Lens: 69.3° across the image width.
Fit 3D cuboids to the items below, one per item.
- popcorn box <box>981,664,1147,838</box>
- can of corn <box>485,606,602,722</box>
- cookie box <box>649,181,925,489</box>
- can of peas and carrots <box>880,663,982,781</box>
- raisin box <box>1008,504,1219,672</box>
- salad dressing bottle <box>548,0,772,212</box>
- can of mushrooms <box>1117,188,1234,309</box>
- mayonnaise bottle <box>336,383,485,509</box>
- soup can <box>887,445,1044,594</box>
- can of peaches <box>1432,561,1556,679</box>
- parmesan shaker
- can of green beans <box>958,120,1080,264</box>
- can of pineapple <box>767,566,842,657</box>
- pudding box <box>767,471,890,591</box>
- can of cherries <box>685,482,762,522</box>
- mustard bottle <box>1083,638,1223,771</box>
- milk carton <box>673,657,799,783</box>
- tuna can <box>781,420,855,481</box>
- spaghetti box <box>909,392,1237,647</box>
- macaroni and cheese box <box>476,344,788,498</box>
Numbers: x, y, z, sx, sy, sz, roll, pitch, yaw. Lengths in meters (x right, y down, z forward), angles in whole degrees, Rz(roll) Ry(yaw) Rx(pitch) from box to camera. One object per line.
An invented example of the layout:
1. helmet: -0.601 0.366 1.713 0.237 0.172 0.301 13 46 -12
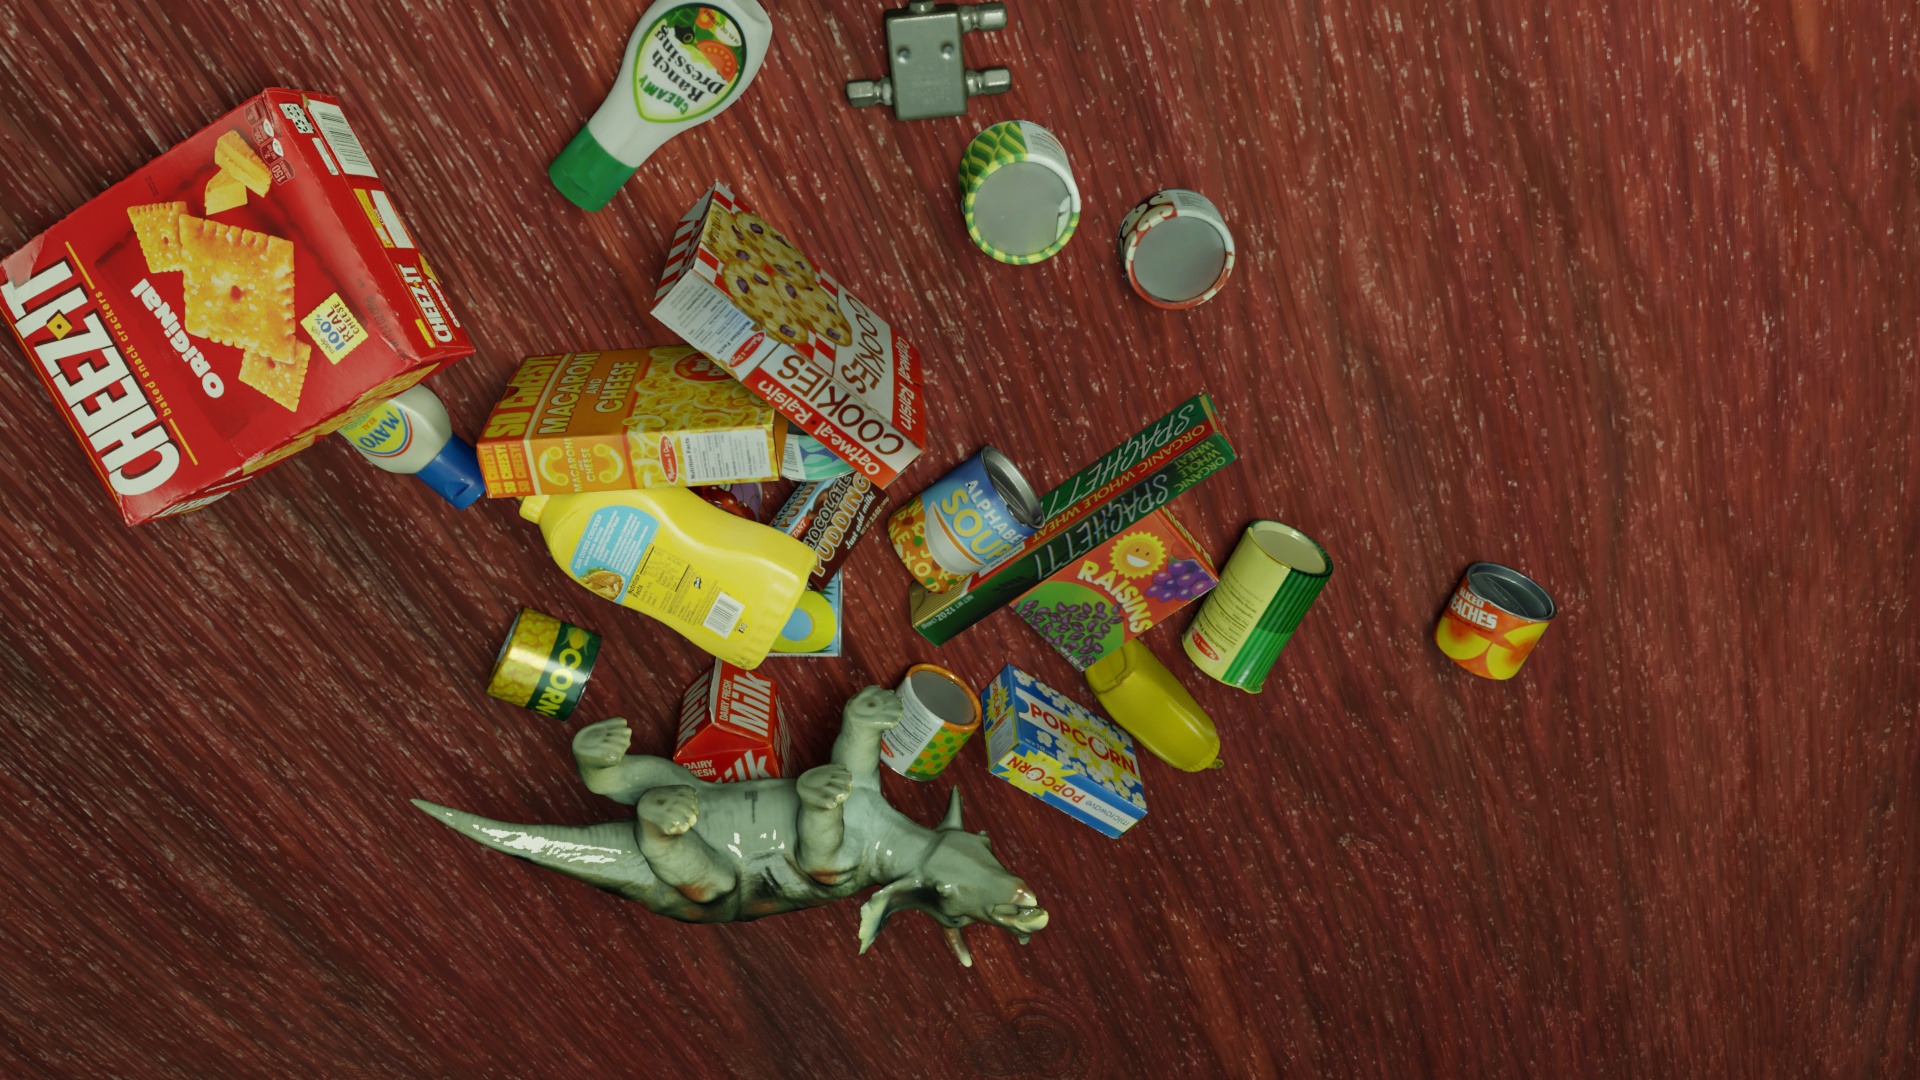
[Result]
1. popcorn box: 0.076 0.157 1.032 0.126 0.085 0.038 32 118 -23
2. can of corn: -0.290 0.087 0.966 0.058 0.071 0.071 24 120 -18
3. cookie box: -0.093 -0.120 0.805 0.167 0.123 0.040 38 115 -25
4. can of peas and carrots: -0.024 0.132 1.021 0.071 0.071 0.058 25 119 -20
5. raisin box: 0.105 0.026 0.972 0.123 0.040 0.086 -35 119 18
6. salad dressing bottle: -0.167 -0.243 0.763 0.147 0.044 0.064 -40 117 22
7. can of mushrooms: 0.129 -0.173 0.839 0.071 0.033 0.070 -2 125 -3
8. mayonnaise bottle: -0.358 -0.079 0.865 0.064 0.041 0.148 -36 119 18
9. soup can: 0.003 -0.012 0.918 0.083 0.072 0.071 -35 120 19
10. can of peaches: 0.380 0.058 0.995 0.071 0.071 0.057 11 124 -11
11. parmesan shaker: 0.210 0.046 0.973 0.071 0.071 0.102 16 121 -15
12. can of green beans: 0.033 -0.200 0.799 0.071 0.058 0.071 -2 125 -3
13. can of pineapple: -0.110 0.045 0.954 0.058 0.071 0.070 0 125 -4
14. pudding box: -0.089 -0.014 0.906 0.030 0.084 0.049 2 139 50
15. can of cherries: -0.166 -0.017 0.910 0.071 0.059 0.071 -2 125 -3
16. mustard bottle: 0.153 0.133 1.035 0.048 0.065 0.160 -36 123 14
17. milk carton: -0.164 0.171 1.033 0.073 0.073 0.189 -8 126 0
18. tuna can: -0.087 -0.069 0.877 0.071 0.071 0.032 -7 124 1
19. spaghetti box: 0.071 -0.012 0.936 0.249 0.050 0.028 -33 122 18
20. macaroni and cheese box: -0.188 -0.076 0.829 0.166 0.124 0.040 -4 121 -1
